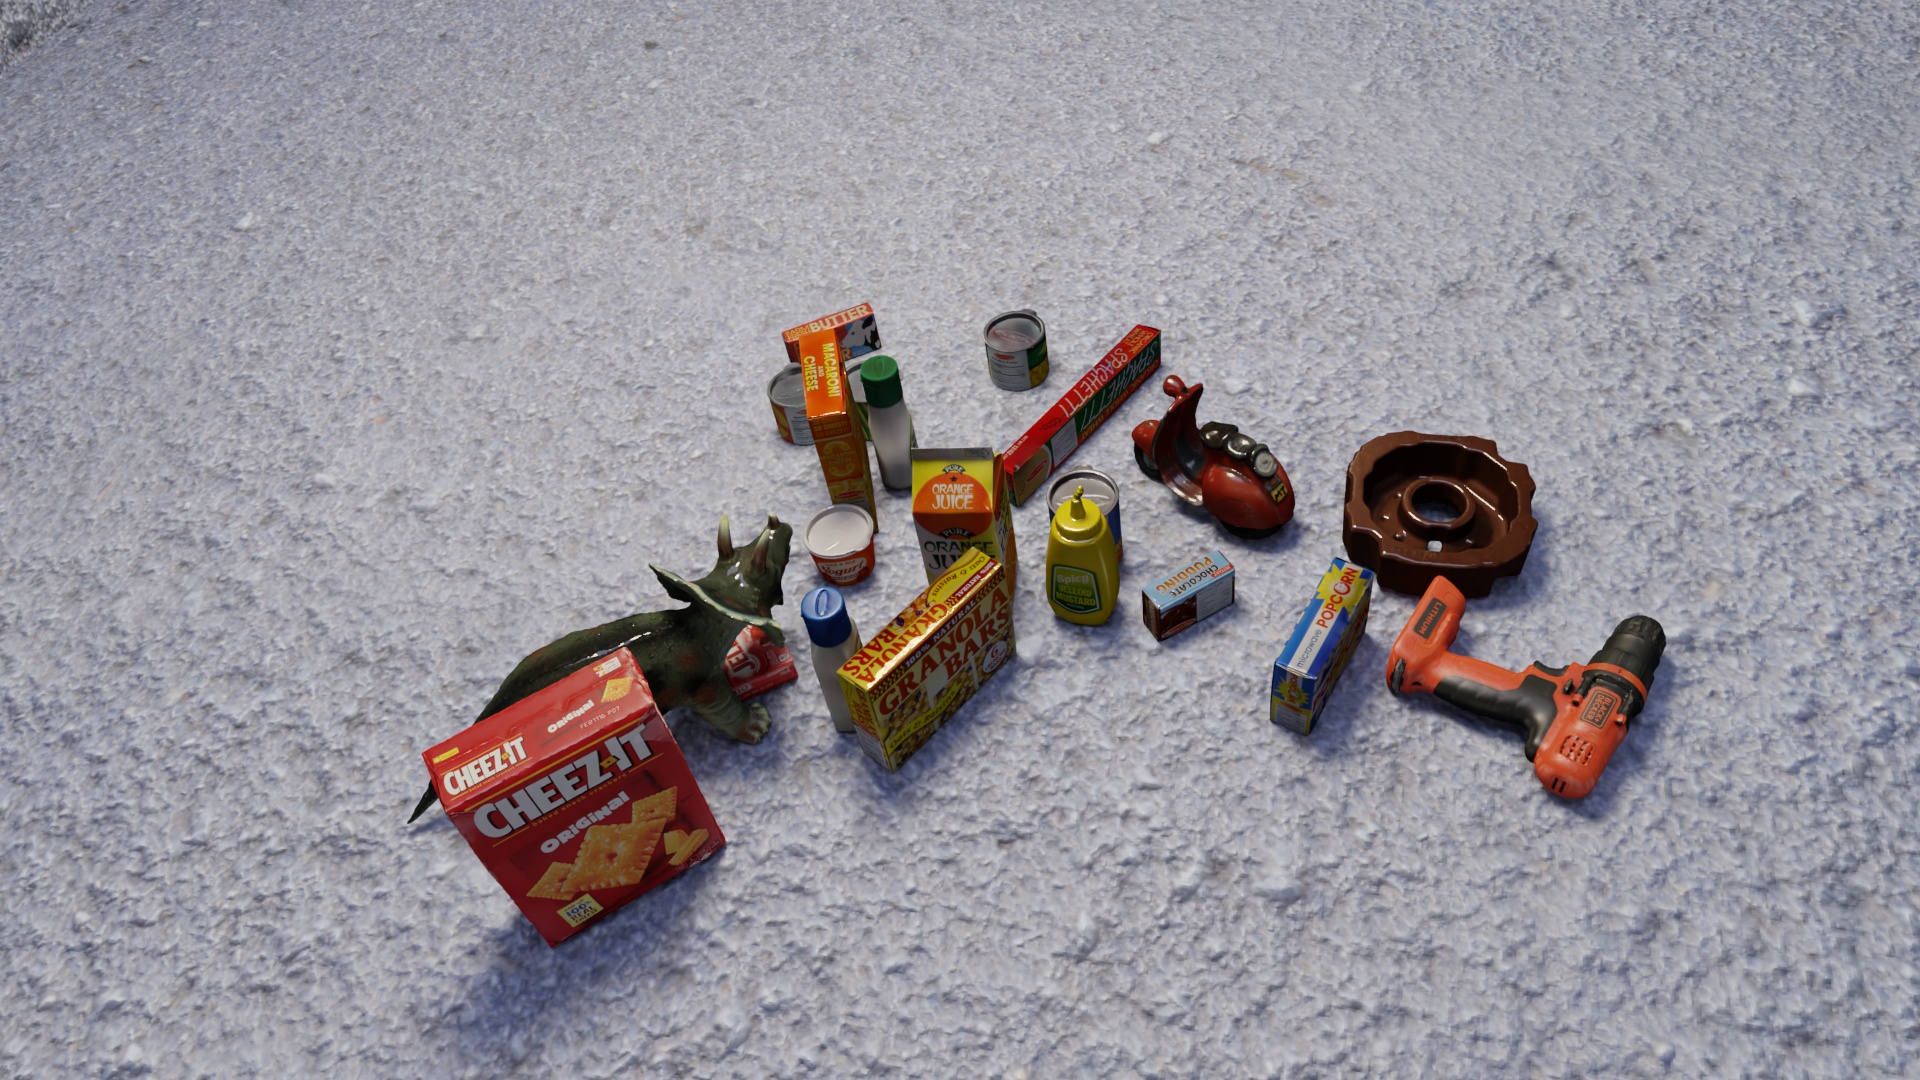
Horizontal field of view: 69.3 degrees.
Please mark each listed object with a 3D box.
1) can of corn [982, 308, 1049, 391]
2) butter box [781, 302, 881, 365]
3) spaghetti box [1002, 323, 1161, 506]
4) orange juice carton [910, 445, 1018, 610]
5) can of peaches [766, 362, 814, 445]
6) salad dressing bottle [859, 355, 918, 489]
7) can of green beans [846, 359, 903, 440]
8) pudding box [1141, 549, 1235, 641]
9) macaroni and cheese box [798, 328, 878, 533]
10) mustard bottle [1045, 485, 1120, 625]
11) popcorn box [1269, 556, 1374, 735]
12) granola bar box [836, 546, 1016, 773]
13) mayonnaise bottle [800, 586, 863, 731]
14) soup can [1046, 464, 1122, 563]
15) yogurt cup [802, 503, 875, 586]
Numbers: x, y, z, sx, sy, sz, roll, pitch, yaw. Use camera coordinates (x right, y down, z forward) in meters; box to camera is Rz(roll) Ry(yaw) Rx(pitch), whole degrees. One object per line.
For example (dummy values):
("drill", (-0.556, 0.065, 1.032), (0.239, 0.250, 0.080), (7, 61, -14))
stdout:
("can of corn", (0.061, -0.203, 1.481), (0.071, 0.058, 0.071), (-5, 48, 6))
("butter box", (-0.142, -0.222, 1.536), (0.104, 0.052, 0.024), (-20, 49, -9))
("spaghetti box", (0.123, -0.131, 1.412), (0.029, 0.050, 0.251), (28, 59, 30))
("orange juice carton", (0.004, -0.015, 1.234), (0.072, 0.191, 0.073), (1, 49, 11))
("can of peaches", (-0.166, -0.144, 1.468), (0.071, 0.057, 0.071), (-5, 48, 6))
("salad dressing bottle", (-0.068, -0.115, 1.365), (0.044, 0.147, 0.064), (-7, 48, 4))
("can of green beans", (-0.093, -0.147, 1.458), (0.071, 0.057, 0.071), (-5, 48, 6))
("pudding box", (0.204, 0.049, 1.238), (0.084, 0.049, 0.030), (-27, 50, -14))
("macaroni and cheese box", (-0.117, -0.103, 1.350), (0.040, 0.165, 0.124), (-11, 48, 0))
("mustard bottle", (0.104, 0.010, 1.216), (0.065, 0.159, 0.049), (9, 51, 18))
("popcorn box", (0.302, 0.089, 1.162), (0.038, 0.084, 0.127), (21, 55, 26))
("granola bar box", (-0.023, 0.102, 1.180), (0.039, 0.123, 0.166), (31, 60, 31))
("mayonnaise bottle", (-0.103, 0.099, 1.180), (0.041, 0.147, 0.065), (-3, 48, 7))
("soup can", (0.116, -0.016, 1.289), (0.071, 0.083, 0.072), (-5, 48, 6))
("yogurt cup", (-0.113, 0.006, 1.327), (0.072, 0.053, 0.073), (-5, 48, 6))
